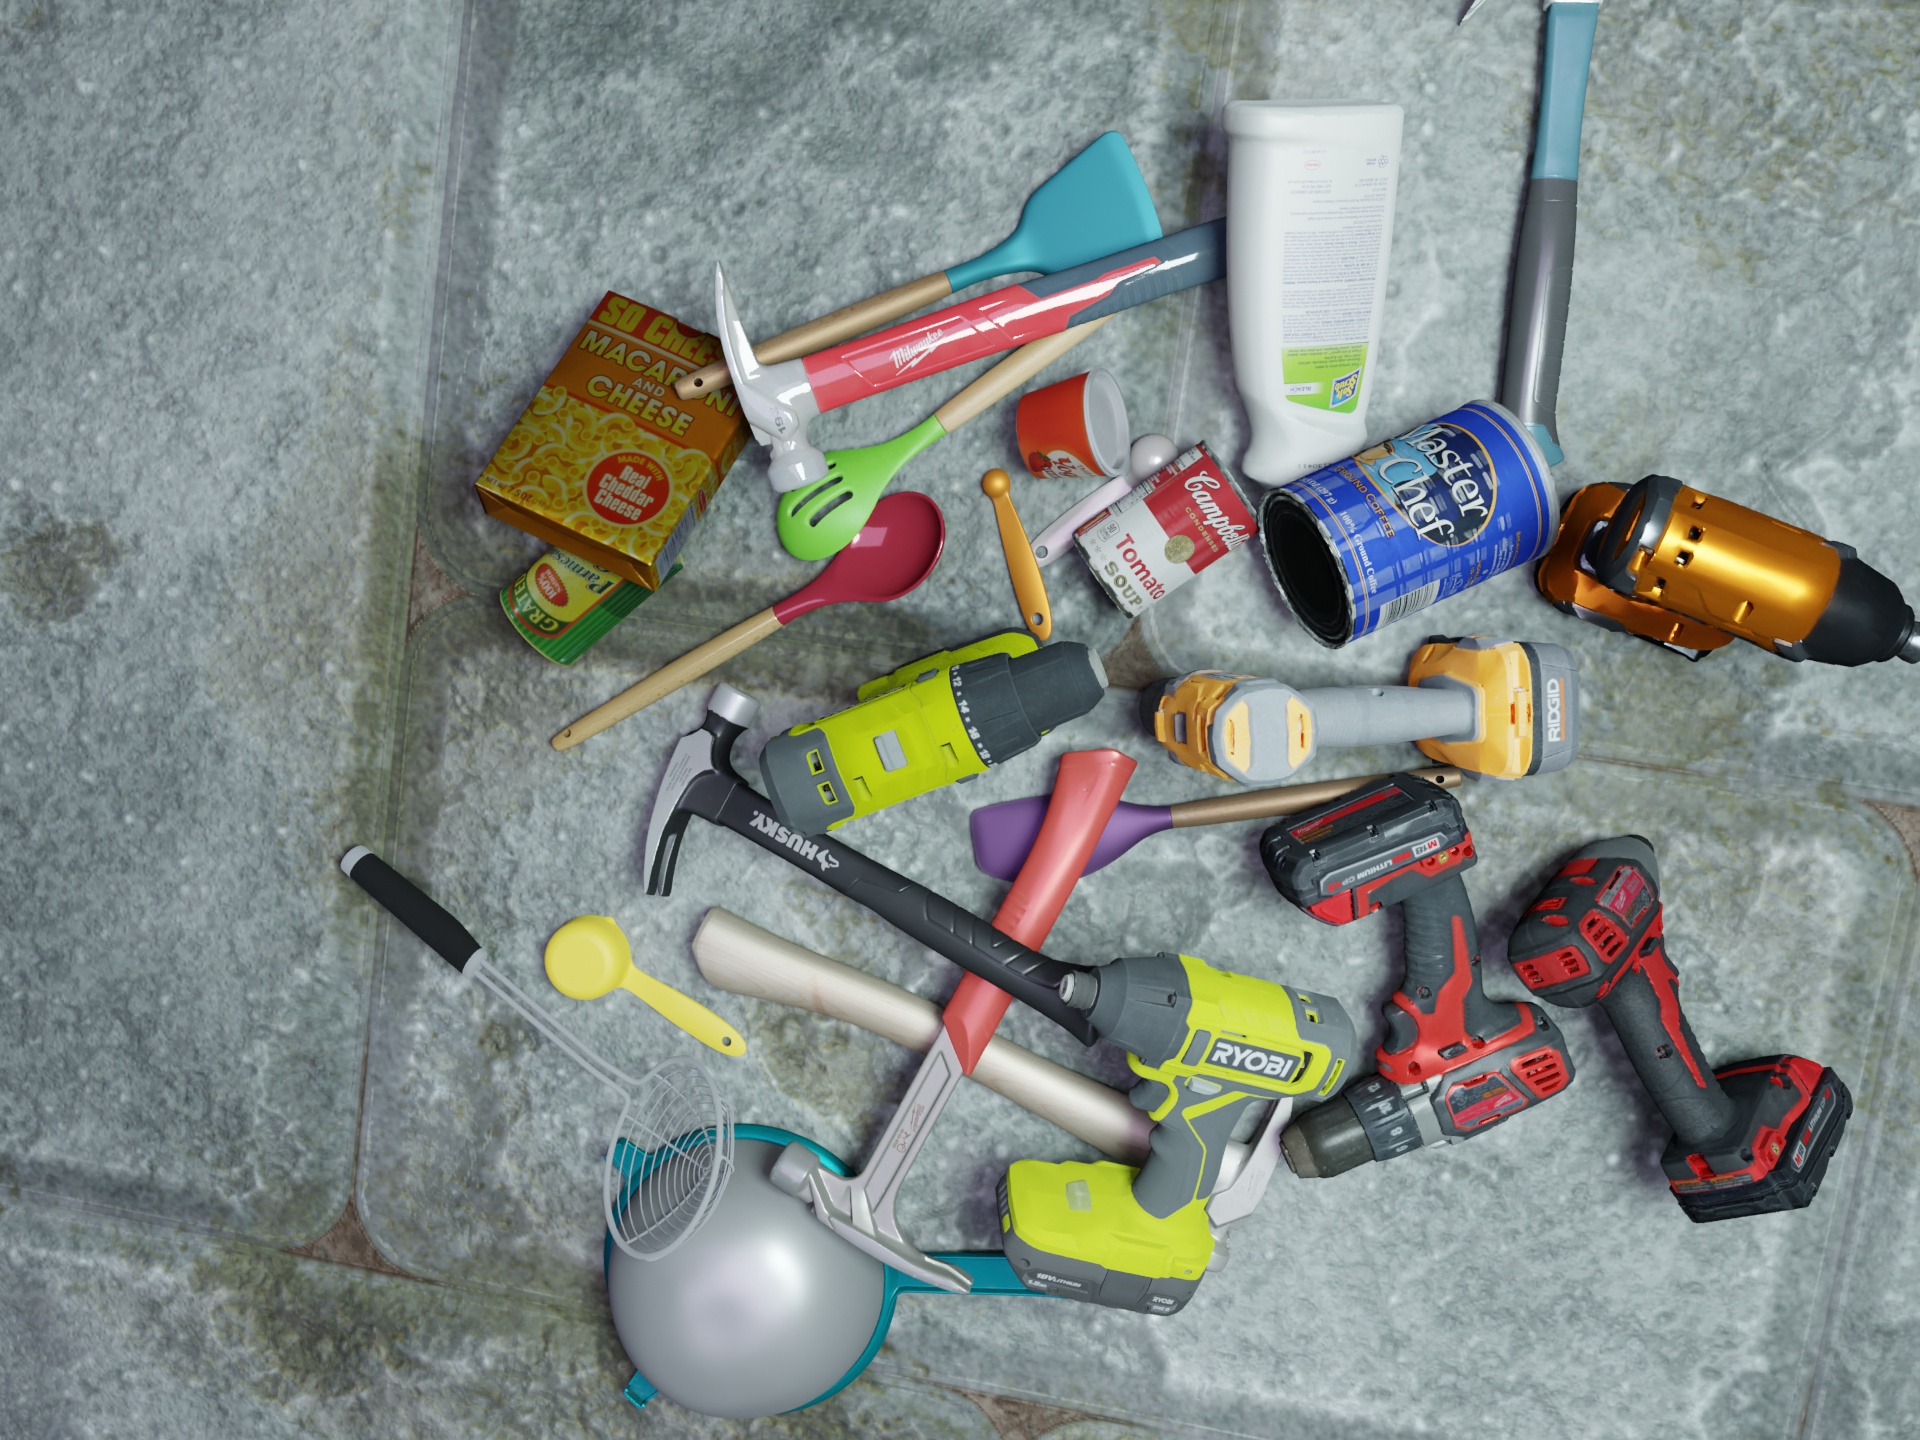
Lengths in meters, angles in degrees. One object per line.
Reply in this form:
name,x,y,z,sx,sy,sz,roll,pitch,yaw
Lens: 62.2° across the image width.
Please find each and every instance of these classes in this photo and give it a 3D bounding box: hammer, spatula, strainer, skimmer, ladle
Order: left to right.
skimmer,-0.293,0.204,1.052,0.363,0.090,0.127,37,102,11
ladle,-0.143,-0.056,1.059,0.315,0.031,0.069,-29,66,12
strainer,-0.090,0.386,1.063,0.340,0.095,0.211,-2,95,9
hammer,-0.055,0.112,1.012,0.335,0.035,0.146,28,89,19
spatula,-0.031,-0.268,0.996,0.317,0.044,0.082,-24,98,-4
hammer,0.016,0.214,1.061,0.410,0.038,0.146,24,97,5
hammer,0.023,0.181,1.023,0.149,0.036,0.359,29,92,6
hammer,0.045,-0.267,0.971,0.386,0.038,0.143,-19,106,0
spatula,0.163,0.061,1.033,0.316,0.018,0.060,-10,91,10
hammer,0.358,-0.312,0.961,0.128,0.033,0.331,5,96,7

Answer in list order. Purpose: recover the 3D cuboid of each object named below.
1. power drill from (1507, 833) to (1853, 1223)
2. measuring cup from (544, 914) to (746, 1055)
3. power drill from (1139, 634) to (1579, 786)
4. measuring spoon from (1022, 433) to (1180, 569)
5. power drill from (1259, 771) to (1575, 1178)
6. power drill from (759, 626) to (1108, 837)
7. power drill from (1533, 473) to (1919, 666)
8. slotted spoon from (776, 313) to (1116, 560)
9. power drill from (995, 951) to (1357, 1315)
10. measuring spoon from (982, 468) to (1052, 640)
power drill,0.429,0.176,0.957,0.219,0.143,0.078,54,140,0
measuring cup,-0.217,0.190,1.092,0.156,0.029,0.062,30,99,7
power drill,0.227,-0.006,0.961,0.226,0.185,0.084,-4,96,-11
measuring spoon,0.089,-0.138,1.023,0.124,0.018,0.034,-39,90,11
power drill,0.259,0.167,0.985,0.188,0.080,0.226,-24,102,1
power drill,-0.001,-0.003,0.942,0.190,0.228,0.080,-21,93,9
power drill,0.418,-0.076,0.878,0.164,0.226,0.084,23,99,5
slotted spoon,0.007,-0.207,1.021,0.314,0.031,0.070,-34,63,7
power drill,0.110,0.240,0.944,0.171,0.080,0.223,15,116,-13
measuring spoon,0.036,-0.107,1.032,0.021,0.011,0.117,-17,90,28
